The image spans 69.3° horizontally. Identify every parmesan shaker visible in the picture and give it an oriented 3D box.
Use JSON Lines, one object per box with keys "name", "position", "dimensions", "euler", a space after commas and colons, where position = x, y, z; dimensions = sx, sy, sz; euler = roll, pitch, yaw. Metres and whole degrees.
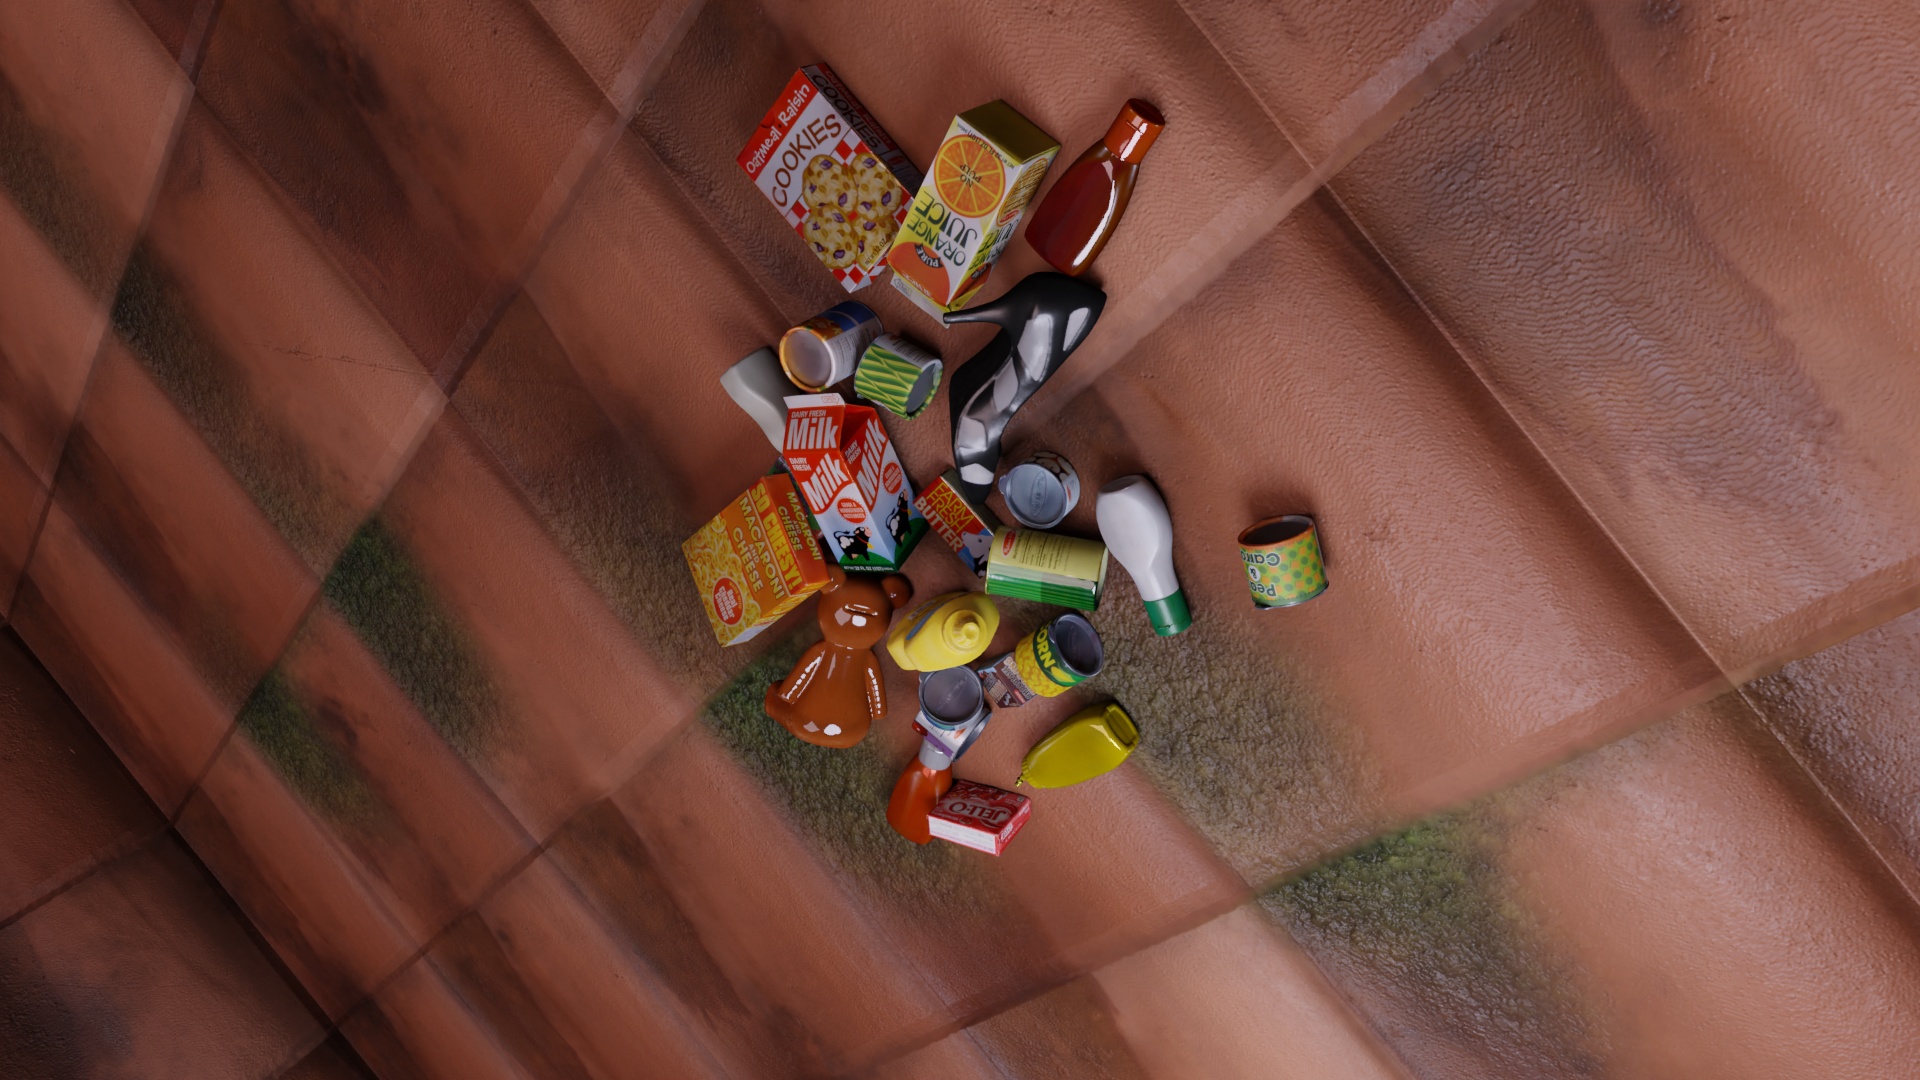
{"name": "parmesan shaker", "position": [0.081, 0.029, 1.294], "dimensions": [0.103, 0.072, 0.071], "euler": [10, 120, 12]}

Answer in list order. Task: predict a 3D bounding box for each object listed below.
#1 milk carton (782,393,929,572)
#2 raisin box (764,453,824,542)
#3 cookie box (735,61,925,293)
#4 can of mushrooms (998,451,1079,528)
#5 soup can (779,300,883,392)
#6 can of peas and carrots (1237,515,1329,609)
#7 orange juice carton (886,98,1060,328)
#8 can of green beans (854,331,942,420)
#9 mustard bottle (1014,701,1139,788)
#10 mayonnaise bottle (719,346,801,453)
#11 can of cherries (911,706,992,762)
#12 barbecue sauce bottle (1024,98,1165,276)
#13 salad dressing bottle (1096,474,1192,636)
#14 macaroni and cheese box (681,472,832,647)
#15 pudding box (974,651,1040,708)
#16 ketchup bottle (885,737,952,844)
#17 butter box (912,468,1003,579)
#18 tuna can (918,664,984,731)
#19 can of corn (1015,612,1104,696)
{"name": "milk carton", "position": [-0.107, -0.063, 1.352], "dimensions": [0.072, 0.074, 0.189], "euler": [-1, 129, 34]}
{"name": "raisin box", "position": [-0.178, -0.031, 1.467], "dimensions": [0.086, 0.040, 0.122], "euler": [46, 130, 3]}
{"name": "cookie box", "position": [-0.114, -0.330, 1.268], "dimensions": [0.167, 0.040, 0.122], "euler": [49, 130, 2]}
{"name": "can of mushrooms", "position": [0.074, -0.048, 1.297], "dimensions": [0.071, 0.034, 0.070], "euler": [15, 122, 26]}
{"name": "soup can", "position": [-0.125, -0.185, 1.322], "dimensions": [0.071, 0.084, 0.071], "euler": [15, 122, 27]}
{"name": "can of peas and carrots", "position": [0.272, 0.018, 1.179], "dimensions": [0.071, 0.071, 0.058], "euler": [-6, 110, 35]}
{"name": "orange juice carton", "position": [0.002, -0.275, 1.200], "dimensions": [0.072, 0.073, 0.191], "euler": [40, 129, 9]}
{"name": "can of green beans", "position": [-0.058, -0.154, 1.307], "dimensions": [0.058, 0.071, 0.071], "euler": [30, 127, 16]}
{"name": "mustard bottle", "position": [0.107, 0.216, 1.403], "dimensions": [0.159, 0.049, 0.065], "euler": [-34, 92, 40]}
{"name": "mayonnaise bottle", "position": [-0.176, -0.123, 1.405], "dimensions": [0.041, 0.065, 0.148], "euler": [-32, 98, 43]}
{"name": "can of cherries", "position": [-0.009, 0.189, 1.455], "dimensions": [0.058, 0.072, 0.071], "euler": [37, 128, 12]}
{"name": "barbecue sauce bottle", "position": [0.113, -0.291, 1.139], "dimensions": [0.065, 0.044, 0.147], "euler": [42, 129, 8]}
{"name": "salad dressing bottle", "position": [0.170, 0.015, 1.262], "dimensions": [0.064, 0.044, 0.147], "euler": [-12, 108, 35]}
{"name": "macaroni and cheese box", "position": [-0.214, 0.021, 1.443], "dimensions": [0.165, 0.040, 0.124], "euler": [-34, 74, 41]}
{"name": "pudding box", "position": [0.047, 0.140, 1.389], "dimensions": [0.049, 0.030, 0.083], "euler": [55, 165, -1]}
{"name": "ketchup bottle", "position": [-0.037, 0.265, 1.526], "dimensions": [0.065, 0.044, 0.148], "euler": [32, 127, 19]}
{"name": "butter box", "position": [0.005, -0.017, 1.364], "dimensions": [0.103, 0.024, 0.053], "euler": [48, 129, 2]}
{"name": "tuna can", "position": [-0.011, 0.157, 1.410], "dimensions": [0.071, 0.071, 0.032], "euler": [36, 163, 12]}
{"name": "can of corn", "position": [0.093, 0.110, 1.344], "dimensions": [0.058, 0.071, 0.071], "euler": [-36, 92, 40]}
